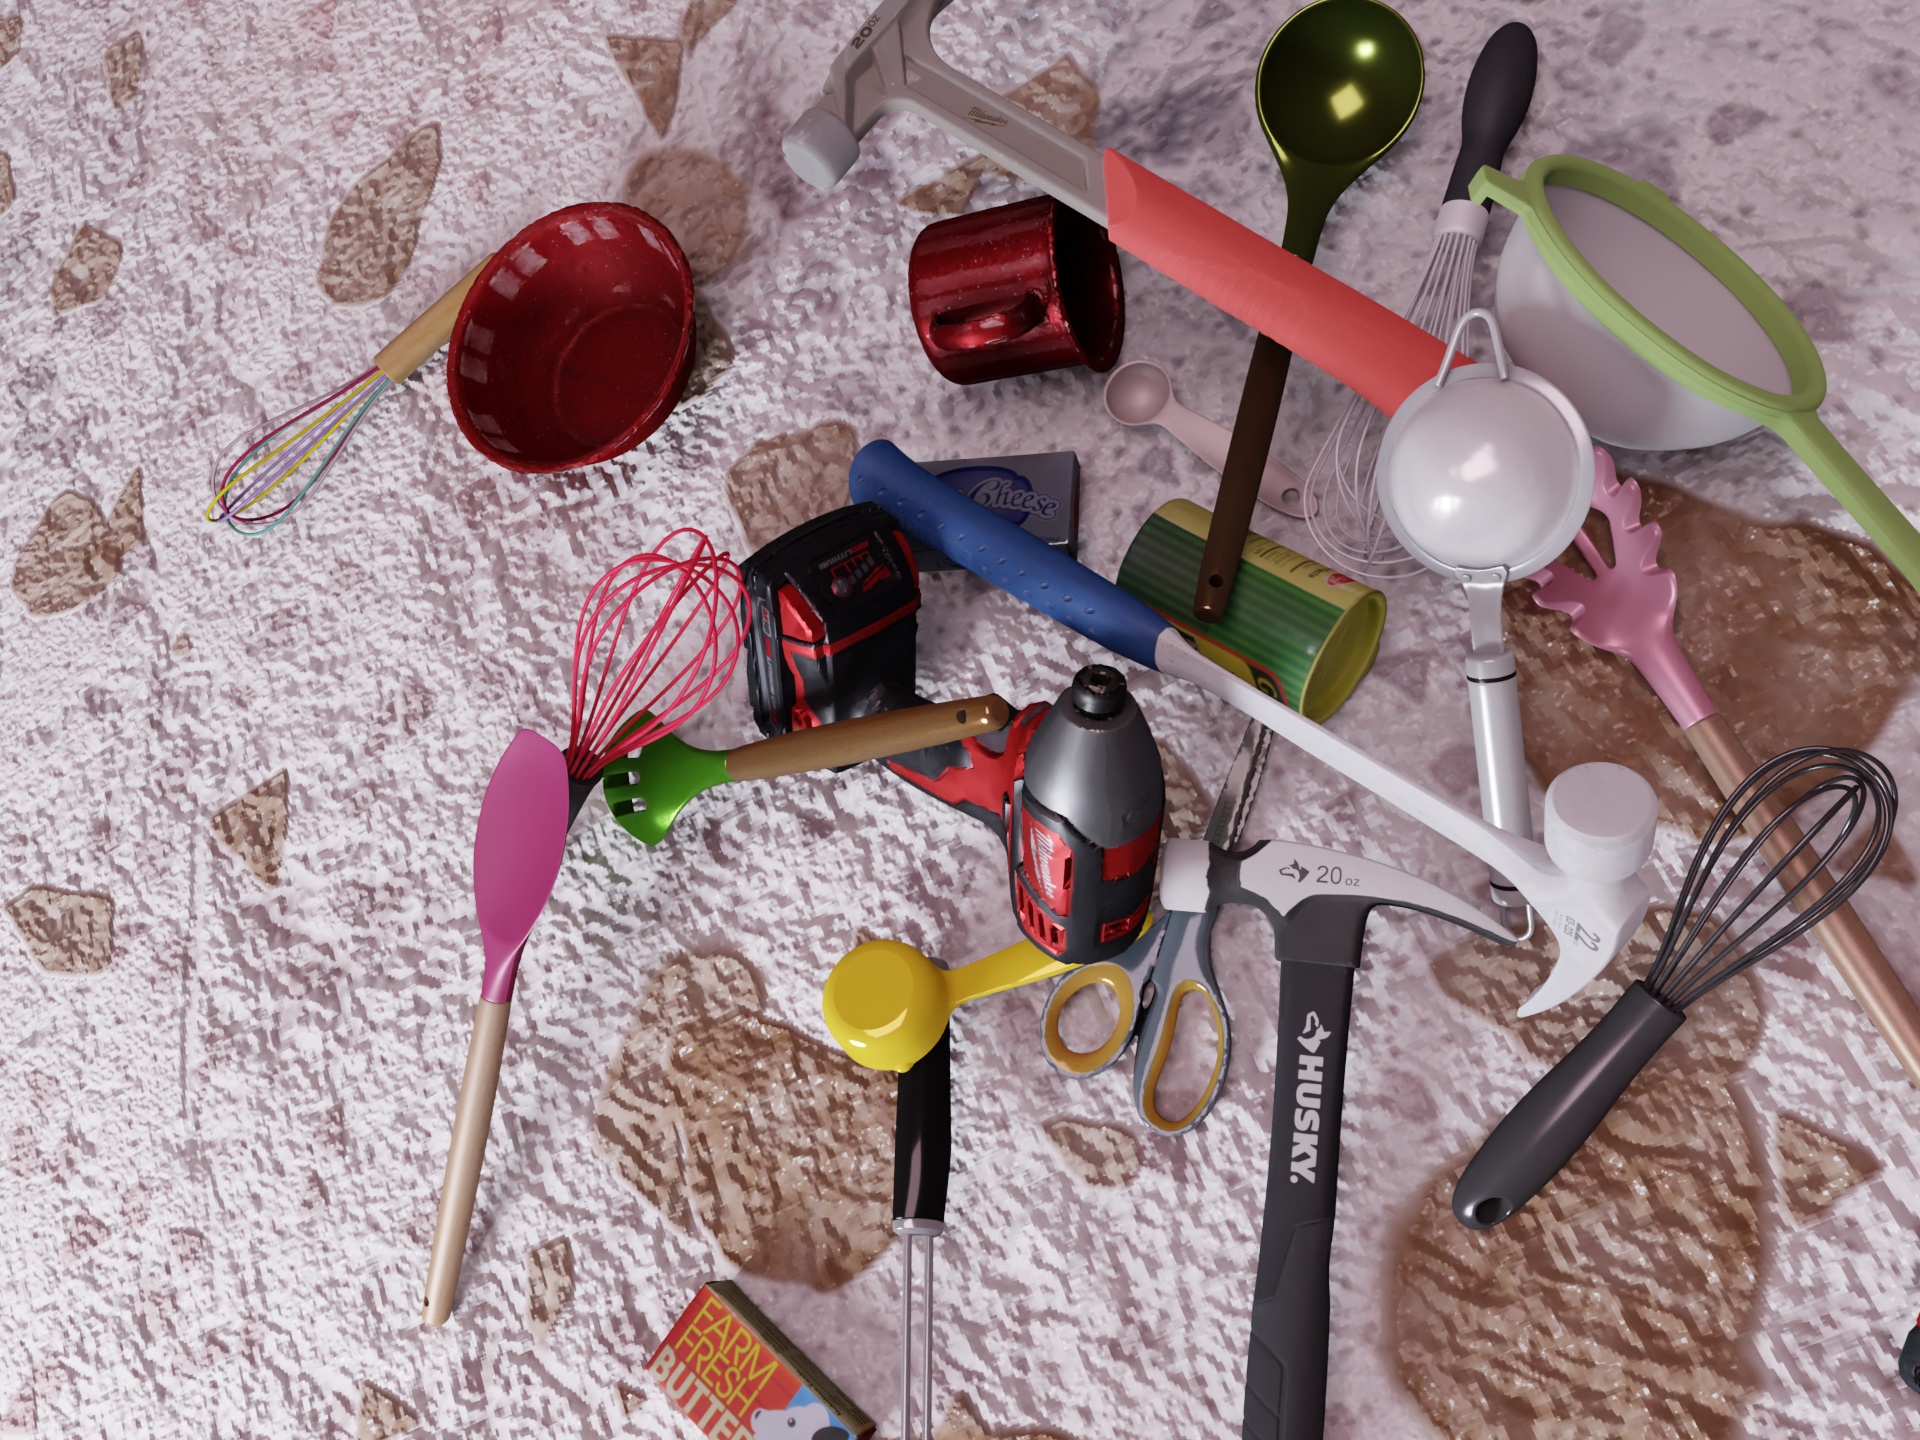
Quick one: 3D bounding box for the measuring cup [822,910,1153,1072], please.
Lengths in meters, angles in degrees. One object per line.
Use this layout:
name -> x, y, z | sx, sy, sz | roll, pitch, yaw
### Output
measuring cup -> 0.010, 0.109, 0.713 | 0.156, 0.029, 0.062 | -21, 55, 10

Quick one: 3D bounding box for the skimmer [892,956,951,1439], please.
skimmer -> -0.035, 0.288, 0.695 | 0.090, 0.127, 0.364 | -36, 46, 50

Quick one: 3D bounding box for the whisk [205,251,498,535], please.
whisk -> -0.365, -0.198, 0.966 | 0.245, 0.047, 0.051 | -40, 64, 5

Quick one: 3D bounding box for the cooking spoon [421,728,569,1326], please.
cooking spoon -> -0.230, 0.157, 0.774 | 0.069, 0.017, 0.319 | 26, 108, 38

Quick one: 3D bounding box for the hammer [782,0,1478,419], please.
hammer -> 0.100, -0.218, 0.691 | 0.359, 0.036, 0.149 | 36, 80, 16

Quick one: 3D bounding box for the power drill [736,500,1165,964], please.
power drill -> -0.001, -0.002, 0.700 | 0.078, 0.143, 0.220 | -31, 50, -31

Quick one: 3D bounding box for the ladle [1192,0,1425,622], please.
ladle -> 0.146, -0.190, 0.711 | 0.078, 0.062, 0.320 | 13, 68, 9

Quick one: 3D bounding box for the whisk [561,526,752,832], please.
whisk -> -0.175, 0.011, 0.763 | 0.295, 0.073, 0.073 | -48, 59, 42

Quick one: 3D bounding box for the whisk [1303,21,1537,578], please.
whisk -> 0.217, -0.195, 0.720 | 0.070, 0.070, 0.285 | 12, 77, 24

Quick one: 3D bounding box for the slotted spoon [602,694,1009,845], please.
slotted spoon -> -0.087, 0.015, 0.723 | 0.314, 0.031, 0.070 | -11, 84, 49

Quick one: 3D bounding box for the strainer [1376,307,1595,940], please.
strainer -> 0.210, -0.029, 0.629 | 0.087, 0.050, 0.258 | 2, 110, 40

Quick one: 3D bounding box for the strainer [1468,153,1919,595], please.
strainer -> 0.302, -0.118, 0.643 | 0.256, 0.151, 0.069 | 59, 137, 20

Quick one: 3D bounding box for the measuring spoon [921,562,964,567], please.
measuring spoon -> -0.025, -0.087, 0.817 | 0.117, 0.011, 0.021 | 4, 71, 20

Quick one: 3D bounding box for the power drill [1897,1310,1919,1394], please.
power drill -> 0.455, 0.195, 0.512 | 0.227, 0.080, 0.188 | 28, 88, 29

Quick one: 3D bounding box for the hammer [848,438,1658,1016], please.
hammer -> 0.095, -0.020, 0.662 | 0.035, 0.143, 0.406 | -43, 53, -17

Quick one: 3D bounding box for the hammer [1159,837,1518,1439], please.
hammer -> 0.142, 0.218, 0.649 | 0.146, 0.035, 0.335 | 4, 80, 15

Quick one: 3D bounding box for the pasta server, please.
pasta server -> 0.310, 0.023, 0.634 | 0.060, 0.040, 0.316 | -34, 67, 22

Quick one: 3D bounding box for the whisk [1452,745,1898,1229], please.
whisk -> 0.266, 0.107, 0.610 | 0.055, 0.055, 0.239 | 42, 107, 25

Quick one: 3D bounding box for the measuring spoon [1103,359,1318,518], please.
measuring spoon -> 0.121, -0.132, 0.767 | 0.124, 0.018, 0.034 | 39, 91, 19
